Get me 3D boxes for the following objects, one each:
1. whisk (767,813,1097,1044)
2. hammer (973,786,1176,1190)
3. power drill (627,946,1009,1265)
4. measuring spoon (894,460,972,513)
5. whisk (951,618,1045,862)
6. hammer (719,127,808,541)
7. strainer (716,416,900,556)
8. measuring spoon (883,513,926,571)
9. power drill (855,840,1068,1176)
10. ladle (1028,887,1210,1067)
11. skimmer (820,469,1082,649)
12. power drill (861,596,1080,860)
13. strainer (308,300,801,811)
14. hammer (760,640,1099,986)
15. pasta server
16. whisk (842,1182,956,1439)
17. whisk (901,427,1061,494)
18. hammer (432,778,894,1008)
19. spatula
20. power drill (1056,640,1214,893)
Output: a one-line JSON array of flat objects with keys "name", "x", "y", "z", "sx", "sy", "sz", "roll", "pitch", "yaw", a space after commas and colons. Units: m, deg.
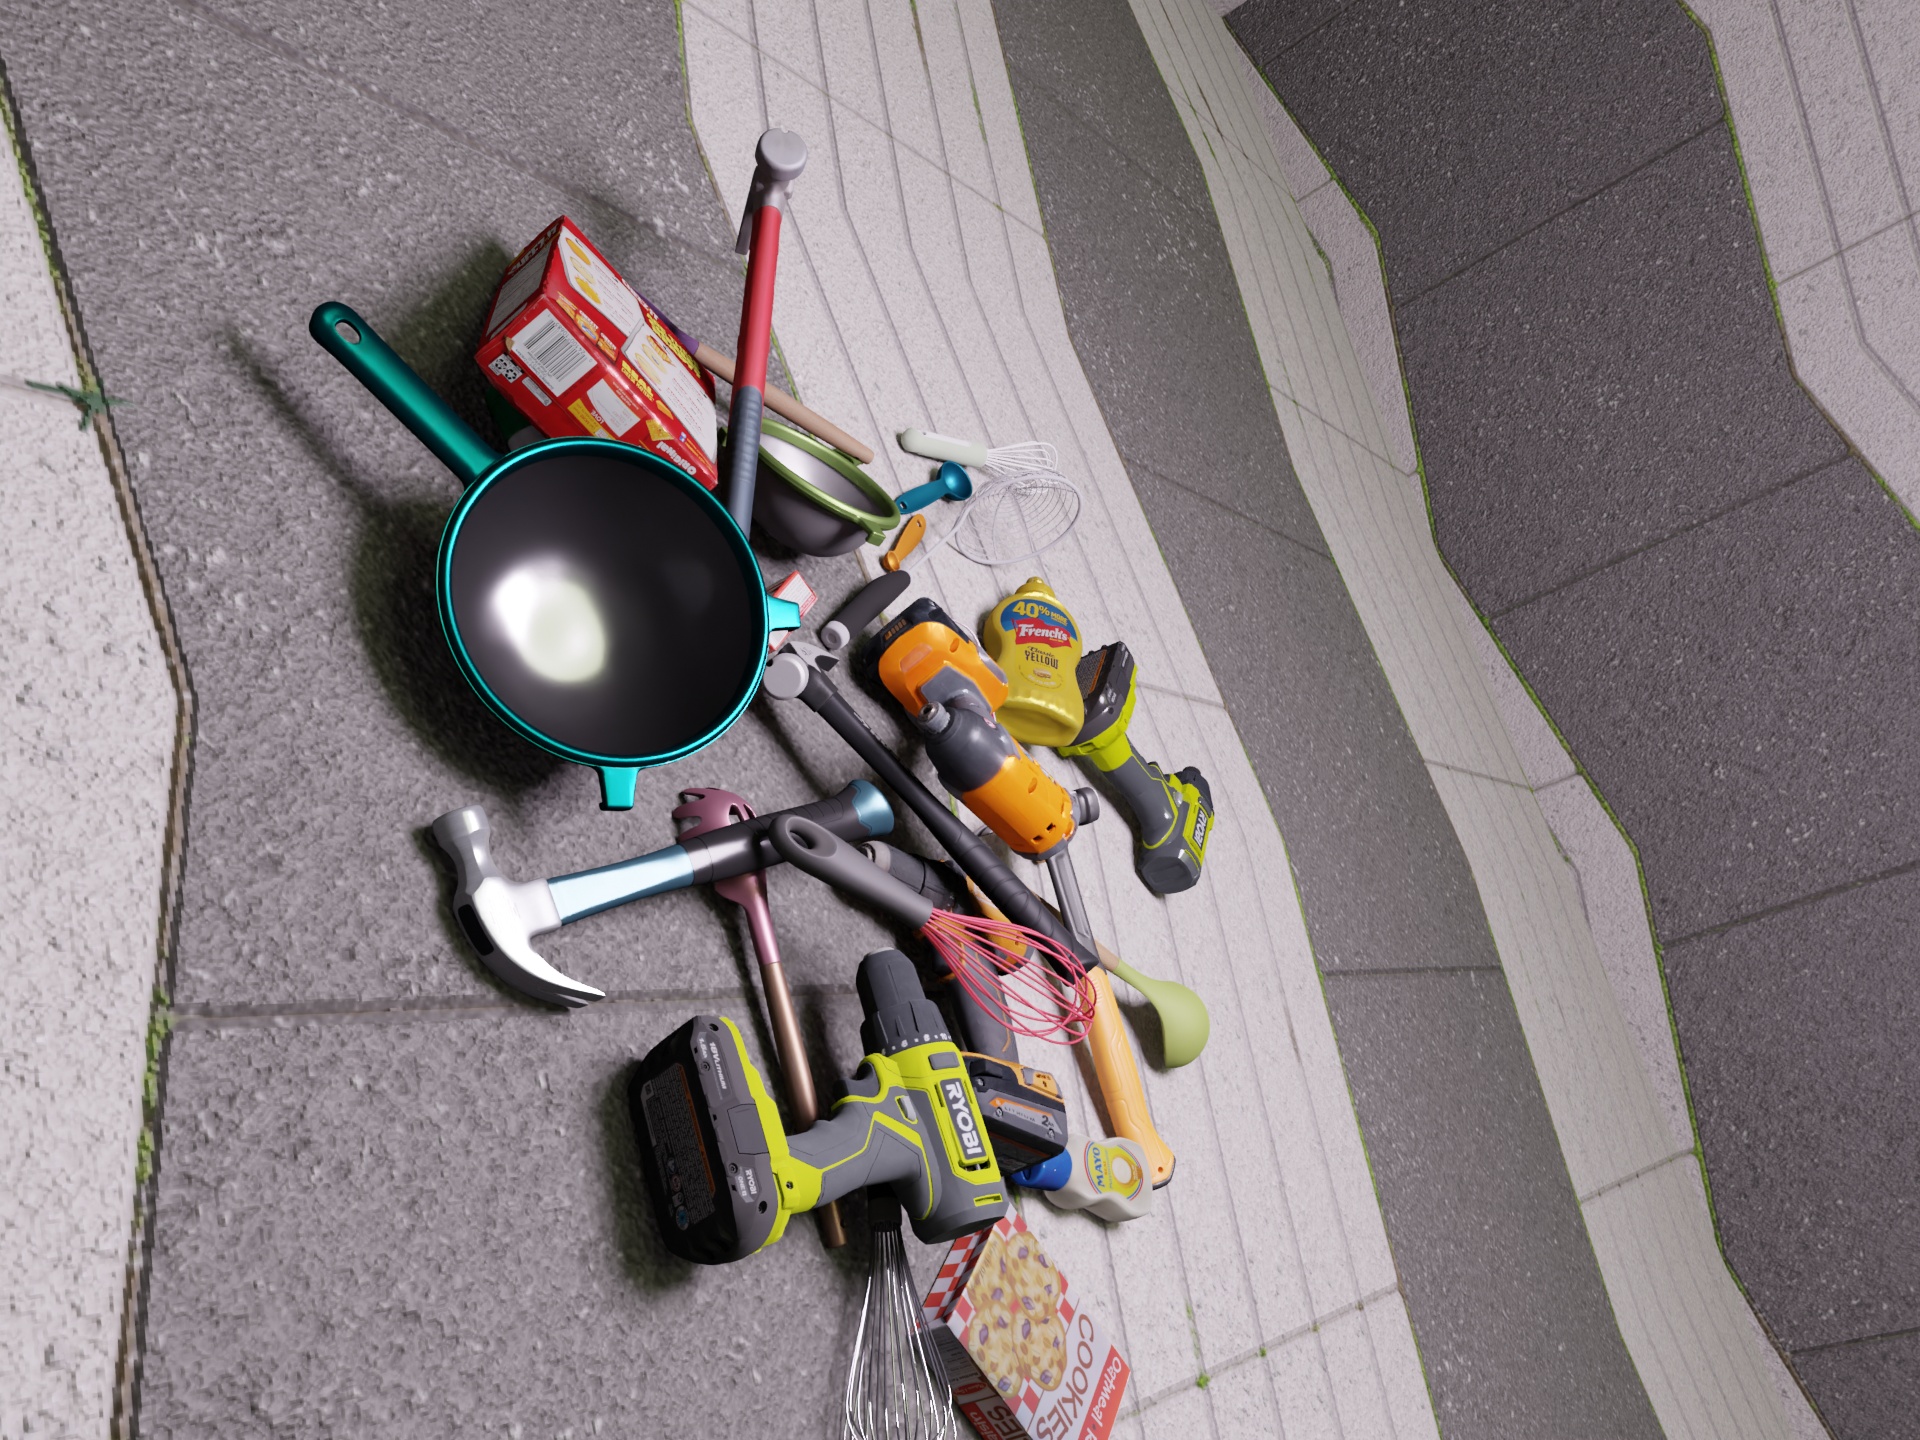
[{"name": "whisk", "x": -0.012, "y": 0.142, "z": 1.084, "sx": 0.295, "sy": 0.073, "sz": 0.073, "roll": 35, "pitch": 40, "yaw": -26}, {"name": "hammer", "x": 0.107, "y": 0.229, "z": 1.327, "sx": 0.127, "sy": 0.034, "sz": 0.337, "roll": -14, "pitch": 86, "yaw": -37}, {"name": "power drill", "x": -0.083, "y": 0.235, "z": 0.985, "sx": 0.228, "sy": 0.080, "sz": 0.191, "roll": 5, "pitch": 56, "yaw": -44}, {"name": "measuring spoon", "x": -0.032, "y": -0.216, "z": 1.524, "sx": 0.128, "sy": 0.021, "sz": 0.042, "roll": -34, "pitch": 95, "yaw": -50}, {"name": "whisk", "x": 0.025, "y": 0.014, "z": 1.401, "sx": 0.051, "sy": 0.047, "sz": 0.245, "roll": -31, "pitch": 97, "yaw": -56}, {"name": "hammer", "x": -0.159, "y": -0.238, "z": 1.176, "sx": 0.038, "sy": 0.143, "sz": 0.387, "roll": 9, "pitch": 69, "yaw": -14}, {"name": "strainer", "x": -0.122, "y": -0.191, "z": 1.329, "sx": 0.151, "sy": 0.069, "sz": 0.256, "roll": 33, "pitch": 16, "yaw": -3}, {"name": "measuring spoon", "x": -0.051, "y": -0.163, "z": 1.456, "sx": 0.021, "sy": 0.011, "sz": 0.117, "roll": 61, "pitch": 26, "yaw": -20}, {"name": "power drill", "x": -0.007, "y": 0.202, "z": 1.171, "sx": 0.185, "sy": 0.084, "sz": 0.226, "roll": 33, "pitch": 37, "yaw": -40}, {"name": "ladle", "x": 0.106, "y": 0.204, "z": 1.388, "sx": 0.320, "sy": 0.062, "sz": 0.078, "roll": 39, "pitch": 39, "yaw": -24}, {"name": "skimmer", "x": -0.003, "y": -0.132, "z": 1.423, "sx": 0.090, "sy": 0.127, "sz": 0.363, "roll": 42, "pitch": 40, "yaw": 0}, {"name": "power drill", "x": -0.002, "y": -0.004, "z": 1.247, "sx": 0.164, "sy": 0.084, "sz": 0.227, "roll": 44, "pitch": 9, "yaw": -36}, {"name": "strainer", "x": -0.276, "y": -0.108, "z": 0.984, "sx": 0.340, "sy": 0.095, "sz": 0.211, "roll": 46, "pitch": 56, "yaw": -12}, {"name": "hammer", "x": -0.018, "y": 0.071, "z": 1.184, "sx": 0.334, "sy": 0.035, "sz": 0.146, "roll": 47, "pitch": 7, "yaw": -4}, {"name": "pasta server", "x": -0.125, "y": 0.190, "z": 1.053, "sx": 0.060, "sy": 0.040, "sz": 0.316, "roll": 2, "pitch": 69, "yaw": -56}, {"name": "whisk", "x": -0.048, "y": 0.349, "z": 1.021, "sx": 0.070, "sy": 0.070, "sz": 0.285, "roll": 34, "pitch": 35, "yaw": -39}, {"name": "whisk", "x": 0.024, "y": -0.269, "z": 1.617, "sx": 0.058, "sy": 0.059, "sz": 0.246, "roll": 35, "pitch": 20, "yaw": 33}, {"name": "hammer", "x": -0.166, "y": 0.087, "z": 1.006, "sx": 0.331, "sy": 0.033, "sz": 0.128, "roll": -14, "pitch": 81, "yaw": -48}, {"name": "spatula", "x": -0.190, "y": -0.282, "z": 1.263, "sx": 0.315, "sy": 0.060, "sz": 0.018, "roll": 28, "pitch": 72, "yaw": -36}, {"name": "power drill", "x": 0.177, "y": 0.040, "z": 1.581, "sx": 0.223, "sy": 0.080, "sz": 0.171, "roll": 54, "pitch": 32, "yaw": -21}]
